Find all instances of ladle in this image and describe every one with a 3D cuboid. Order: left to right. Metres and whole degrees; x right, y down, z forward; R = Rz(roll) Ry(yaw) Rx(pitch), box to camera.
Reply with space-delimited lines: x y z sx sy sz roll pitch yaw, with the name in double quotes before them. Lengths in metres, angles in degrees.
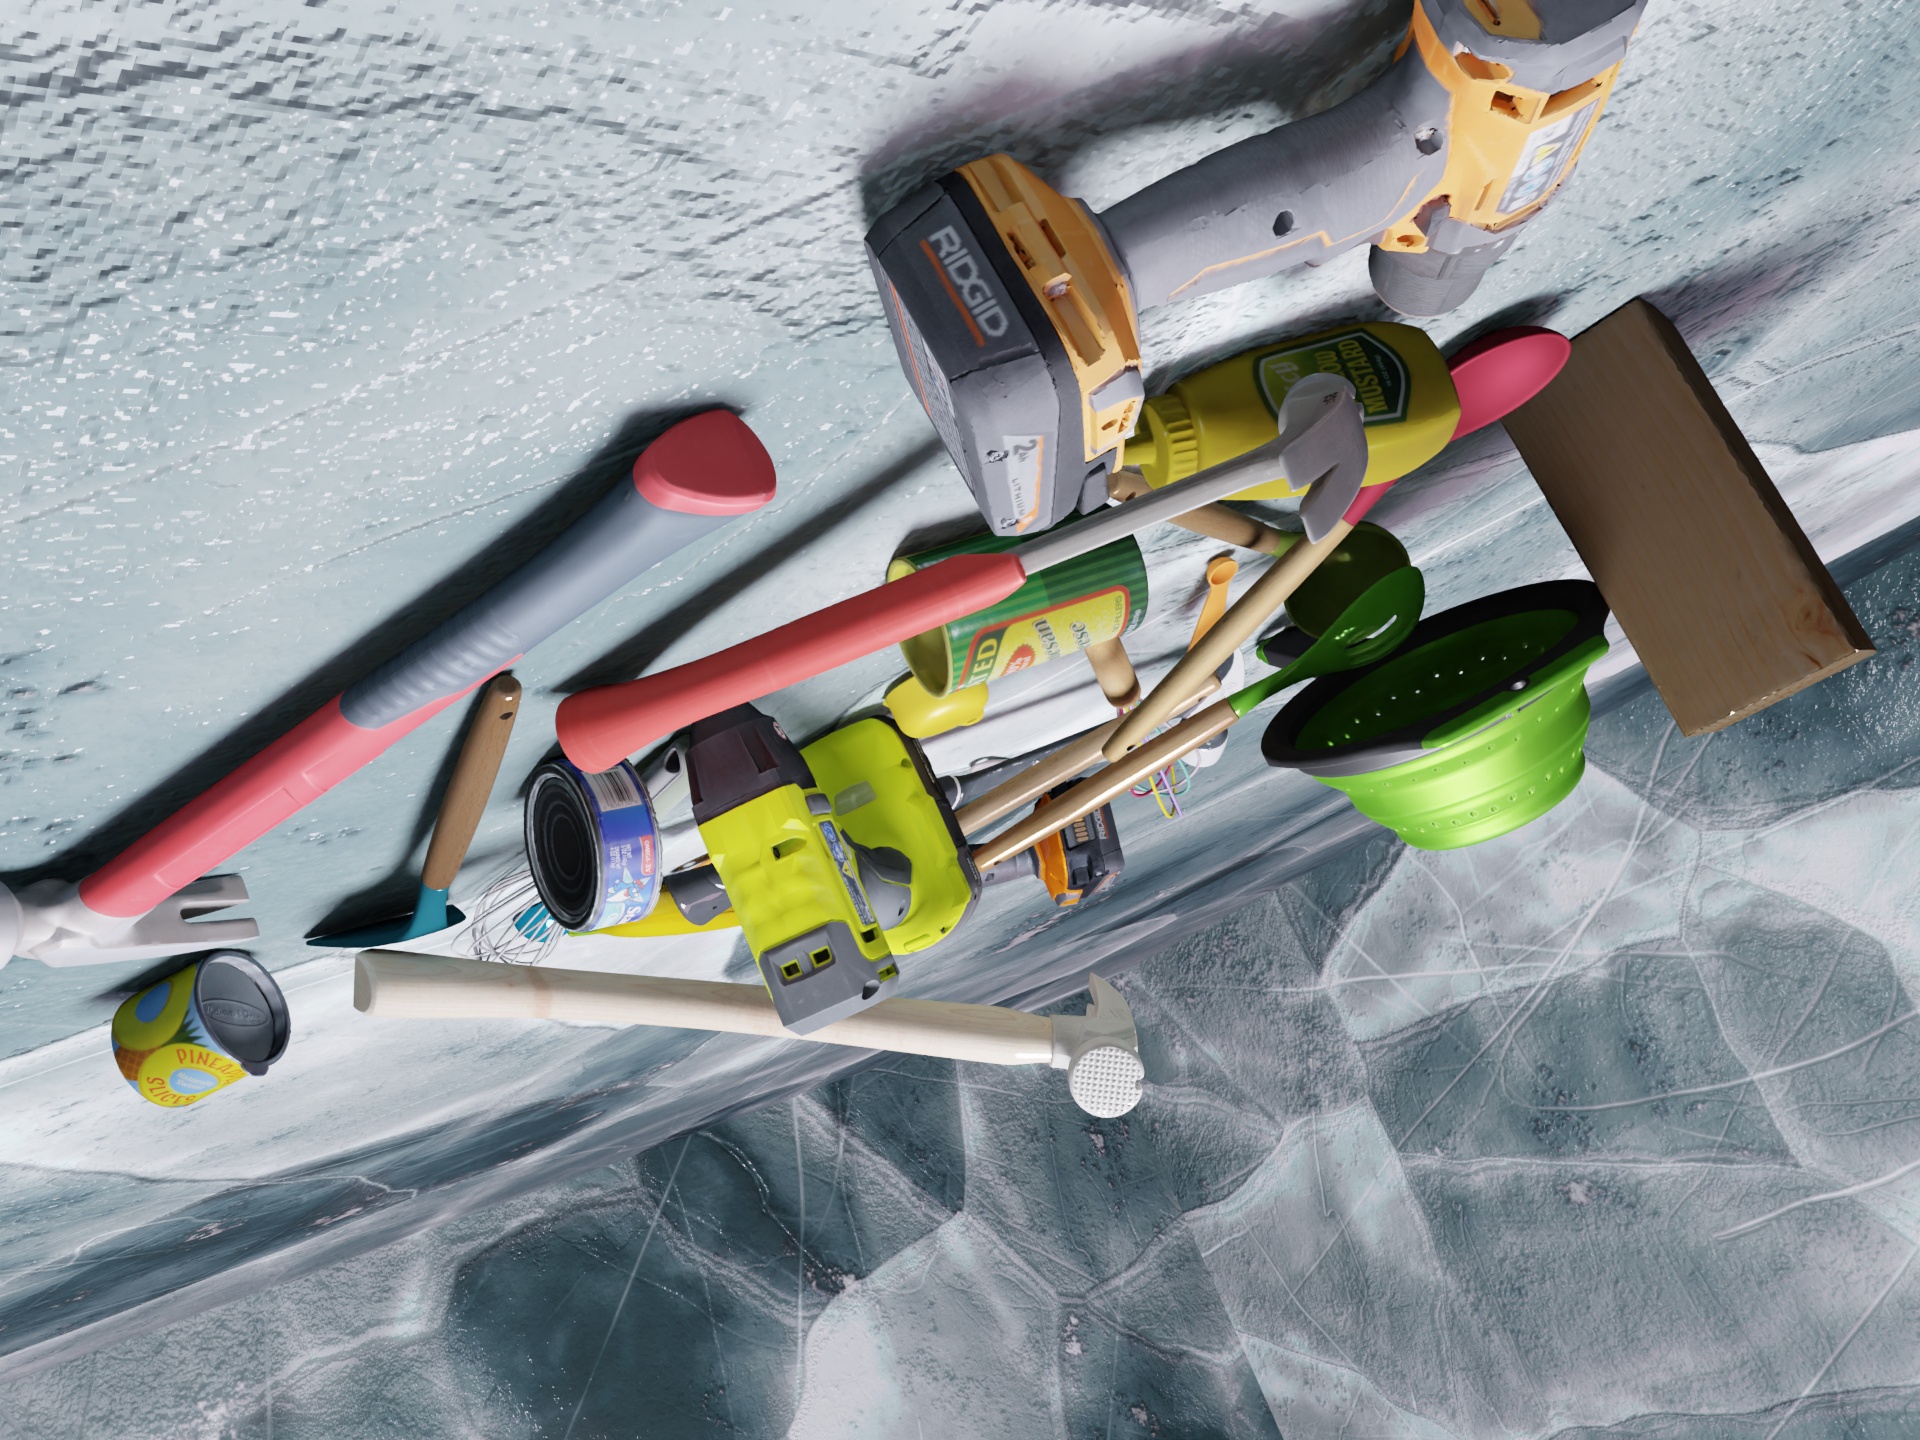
"ladle" 0.161 -0.091 0.845 0.078 0.062 0.320 -46 155 22
"ladle" 0.180 -0.085 0.818 0.069 0.031 0.315 13 127 -49

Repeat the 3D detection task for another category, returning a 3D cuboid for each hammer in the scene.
"hammer" -0.218 0.002 0.611 0.386 0.038 0.143 -30 165 21
"hammer" -0.113 0.152 0.852 0.410 0.038 0.146 5 -174 0
"hammer" -0.018 -0.043 0.619 0.359 0.036 0.149 -20 -166 25
"hammer" 0.009 0.040 1.012 0.409 0.036 0.149 -21 149 -19

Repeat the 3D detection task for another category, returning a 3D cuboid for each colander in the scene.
"colander" 0.271 -0.002 0.976 0.204 0.094 0.397 -30 -170 -3

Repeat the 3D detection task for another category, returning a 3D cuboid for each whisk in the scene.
"whisk" -0.209 0.077 0.878 0.059 0.058 0.246 5 144 -46
"whisk" 0.102 -0.009 0.961 0.047 0.051 0.244 -58 149 -17

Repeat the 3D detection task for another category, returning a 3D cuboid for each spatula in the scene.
"spatula" -0.256 0.056 0.775 0.082 0.044 0.317 -12 156 -34

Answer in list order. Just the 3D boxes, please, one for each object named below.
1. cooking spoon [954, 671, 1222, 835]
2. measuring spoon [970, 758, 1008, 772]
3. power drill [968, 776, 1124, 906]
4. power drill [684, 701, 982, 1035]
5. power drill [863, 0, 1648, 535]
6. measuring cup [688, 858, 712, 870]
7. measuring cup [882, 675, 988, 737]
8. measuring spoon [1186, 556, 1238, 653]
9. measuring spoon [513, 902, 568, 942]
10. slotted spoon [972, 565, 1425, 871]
"cooking spoon" 0.016 0.052 0.950 0.319 0.017 0.068 -31 155 18
"measuring spoon" 0.037 0.042 1.185 0.034 0.018 0.124 -29 165 19
"power drill" 0.005 0.108 1.210 0.226 0.084 0.164 -12 165 -3
"power drill" -0.067 0.060 0.830 0.080 0.171 0.223 -25 174 12
"power drill" 0.093 -0.146 0.508 0.226 0.084 0.185 -28 167 -1
"measuring cup" -0.105 0.093 1.072 0.173 0.052 0.095 -24 166 -6
"measuring cup" -0.002 -0.003 0.946 0.062 0.029 0.156 -26 166 6
"measuring spoon" 0.147 -0.059 0.959 0.021 0.011 0.116 -20 147 -18
"measuring spoon" -0.238 0.112 0.993 0.042 0.021 0.128 -9 160 -45
"slotted spoon" 0.139 0.007 0.936 0.314 0.031 0.070 -32 152 12
